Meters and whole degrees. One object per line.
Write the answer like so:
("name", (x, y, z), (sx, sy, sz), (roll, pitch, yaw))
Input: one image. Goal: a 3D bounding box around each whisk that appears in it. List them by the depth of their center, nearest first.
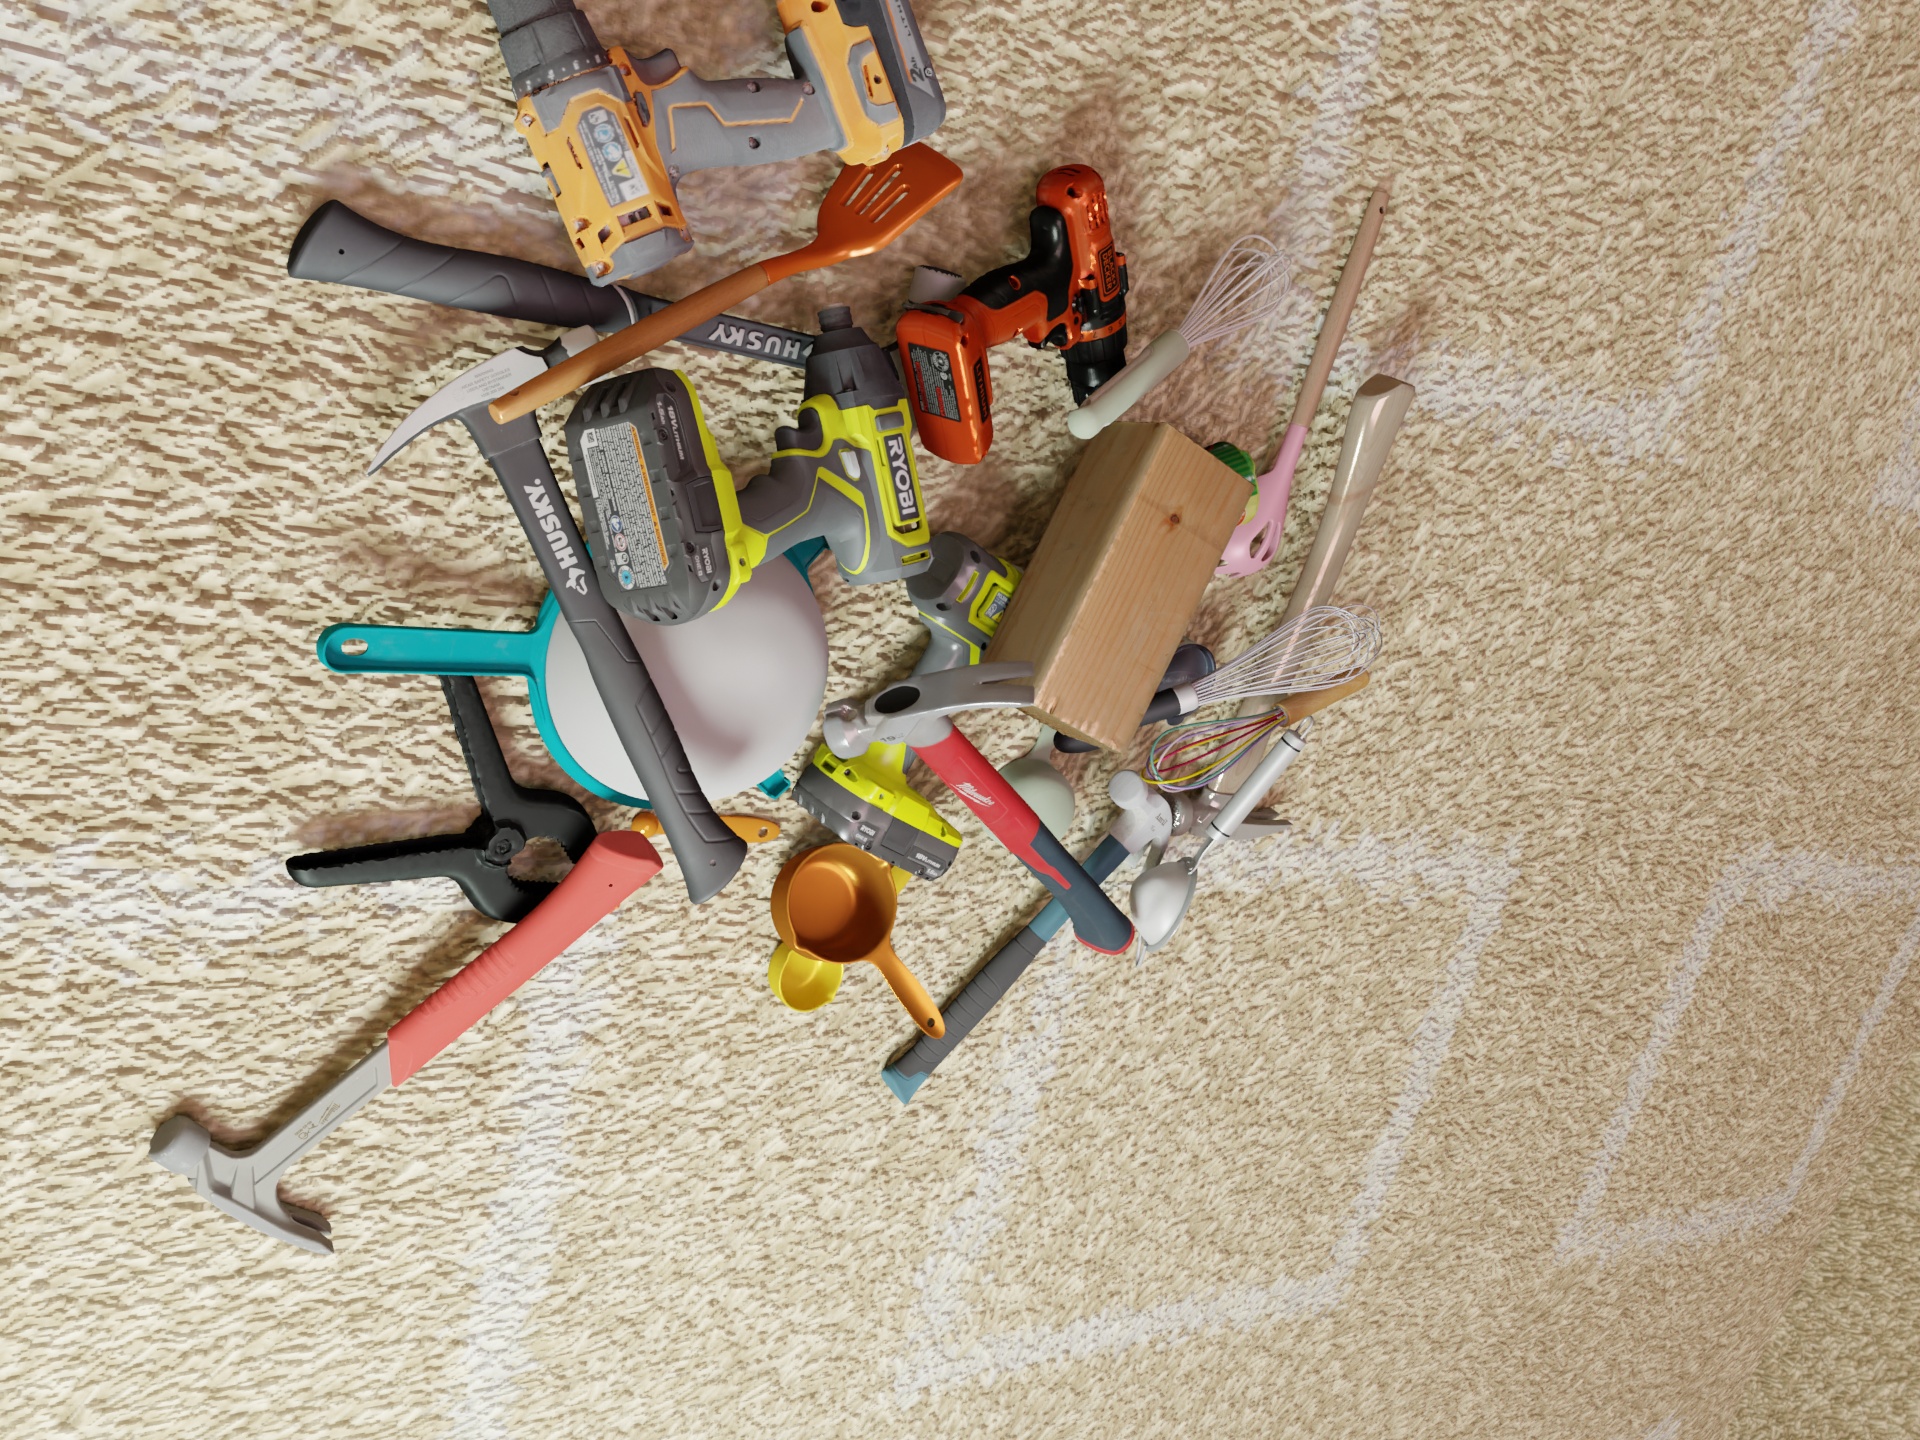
("whisk", (0.156, -0.270, 1.122), (0.246, 0.058, 0.059), (-43, 109, -27))
("whisk", (0.203, -0.027, 1.244), (0.284, 0.070, 0.070), (-20, 123, -11))
("whisk", (0.241, 0.002, 1.291), (0.245, 0.047, 0.051), (-24, 82, -29))

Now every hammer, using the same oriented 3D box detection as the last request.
("hammer", (-0.212, -0.045, 0.920), (0.146, 0.035, 0.334), (-26, 103, -16))
("hammer", (-0.185, -0.237, 0.954), (0.408, 0.036, 0.149), (4, 111, -34))
("hammer", (-0.336, 0.203, 1.039), (0.359, 0.037, 0.149), (-39, 128, 0))
("hammer", (0.058, 0.077, 1.133), (0.143, 0.038, 0.385), (-13, 145, 23))
("hammer", (0.053, 0.185, 1.306), (0.331, 0.033, 0.128), (-47, 147, 1))
("hammer", (0.288, -0.083, 1.320), (0.146, 0.038, 0.410), (3, 116, -36))

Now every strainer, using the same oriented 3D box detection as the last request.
("strainer", (-0.209, -0.030, 0.978), (0.340, 0.095, 0.211), (0, 107, -40))
("strainer", (0.202, 0.095, 1.287), (0.050, 0.087, 0.258), (32, 107, -14))

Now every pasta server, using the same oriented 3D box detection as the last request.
("pasta server", (0.271, -0.260, 1.252), (0.060, 0.040, 0.316), (11, 102, -37))

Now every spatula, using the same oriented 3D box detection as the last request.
("spatula", (-0.135, -0.254, 0.914), (0.322, 0.081, 0.041), (-37, 149, -28))

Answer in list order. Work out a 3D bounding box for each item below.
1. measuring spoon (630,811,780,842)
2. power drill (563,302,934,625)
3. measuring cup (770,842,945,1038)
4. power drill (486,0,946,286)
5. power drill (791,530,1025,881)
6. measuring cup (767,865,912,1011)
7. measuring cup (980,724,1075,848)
("measuring spoon", (-0.178, 0.078, 1.128), (0.116, 0.011, 0.021), (6, 109, -35))
("power drill", (-0.113, -0.151, 0.928), (0.223, 0.080, 0.171), (-23, 105, -49))
("measuring cup", (-0.073, 0.168, 1.179), (0.095, 0.052, 0.173), (-42, 105, -25))
("power drill", (-0.141, -0.367, 0.883), (0.226, 0.084, 0.185), (-28, 109, -17))
("power drill", (-0.002, -0.004, 1.165), (0.190, 0.080, 0.228), (31, 91, -44))
("measuring cup", (-0.088, 0.155, 1.224), (0.156, 0.029, 0.062), (-48, 126, -20))
("measuring cup", (0.074, 0.031, 1.254), (0.083, 0.038, 0.167), (14, 106, -37))
